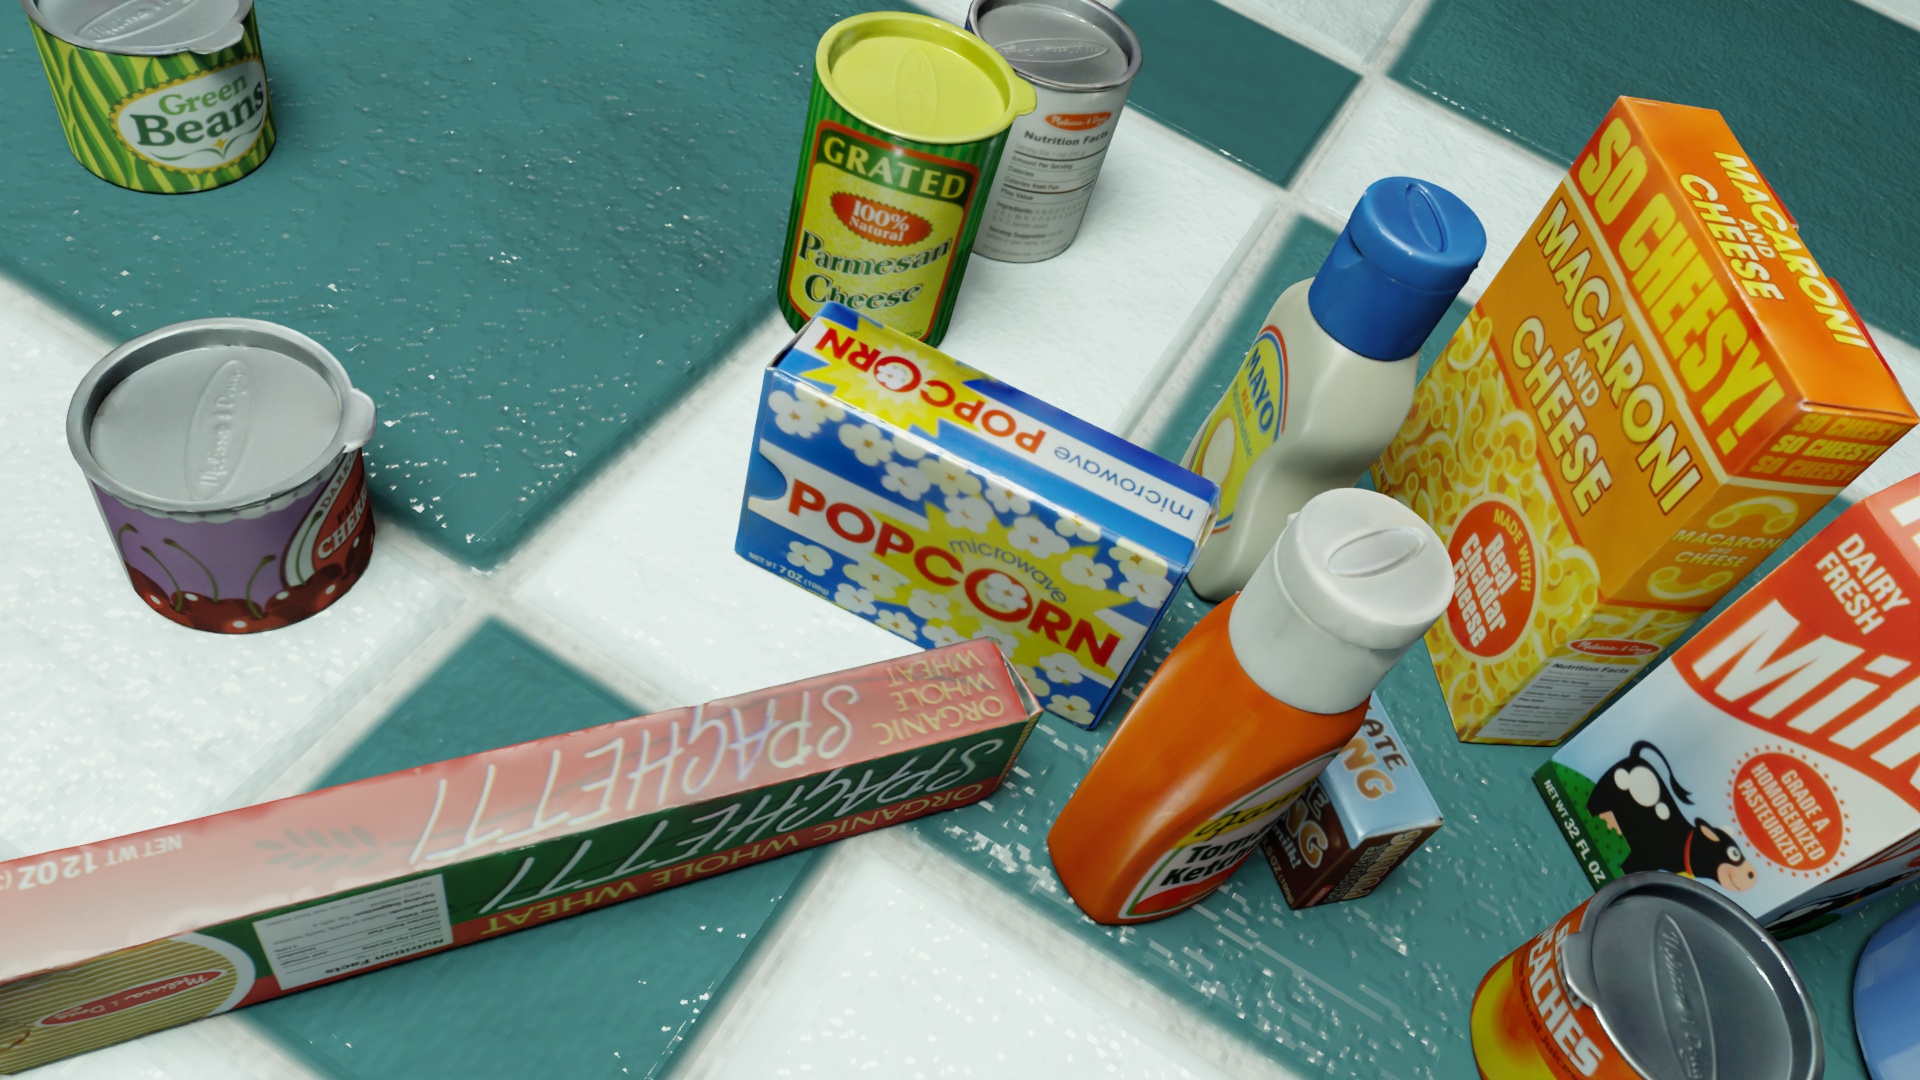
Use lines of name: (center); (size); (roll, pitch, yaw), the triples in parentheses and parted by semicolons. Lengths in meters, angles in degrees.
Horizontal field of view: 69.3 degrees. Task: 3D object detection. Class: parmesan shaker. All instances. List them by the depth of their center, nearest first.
parmesan shaker: (-0.021, -0.116, 0.476); (0.071, 0.102, 0.072); (8, 52, -10)

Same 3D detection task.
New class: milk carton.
milk carton: (0.249, 0.045, 0.372); (0.073, 0.189, 0.072); (-6, 55, -21)

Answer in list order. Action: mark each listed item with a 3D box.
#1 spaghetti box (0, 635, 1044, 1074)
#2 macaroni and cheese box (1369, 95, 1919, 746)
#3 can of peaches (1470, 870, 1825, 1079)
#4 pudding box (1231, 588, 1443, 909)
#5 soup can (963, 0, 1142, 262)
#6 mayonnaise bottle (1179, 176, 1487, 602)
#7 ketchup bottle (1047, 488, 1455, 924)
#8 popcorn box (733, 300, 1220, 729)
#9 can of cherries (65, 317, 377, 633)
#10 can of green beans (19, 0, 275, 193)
spaghetti box: (-0.100, 0.072, 0.341); (0.251, 0.049, 0.029); (-11, 57, -24)
macaroni and cheese box: (0.194, -0.031, 0.431); (0.040, 0.165, 0.124); (4, 52, -13)
can of peaches: (0.178, 0.130, 0.371); (0.071, 0.057, 0.071); (8, 51, -10)
pudding box: (0.102, 0.059, 0.410); (0.030, 0.049, 0.084); (-7, 55, -21)
soup can: (0.025, -0.162, 0.538); (0.071, 0.083, 0.072); (8, 51, -10)
mayonnaise bottle: (0.108, -0.043, 0.428); (0.041, 0.147, 0.065); (6, 52, -12)
ketchup bottle: (0.070, 0.045, 0.347); (0.065, 0.148, 0.043); (-18, 60, -27)
popcorn box: (0.001, -0.005, 0.408); (0.127, 0.084, 0.038); (26, 51, 5)
can of cherries: (-0.194, -0.016, 0.377); (0.071, 0.058, 0.072); (8, 51, -10)
can of green beans: (-0.270, -0.160, 0.467); (0.071, 0.057, 0.071); (8, 51, -10)
